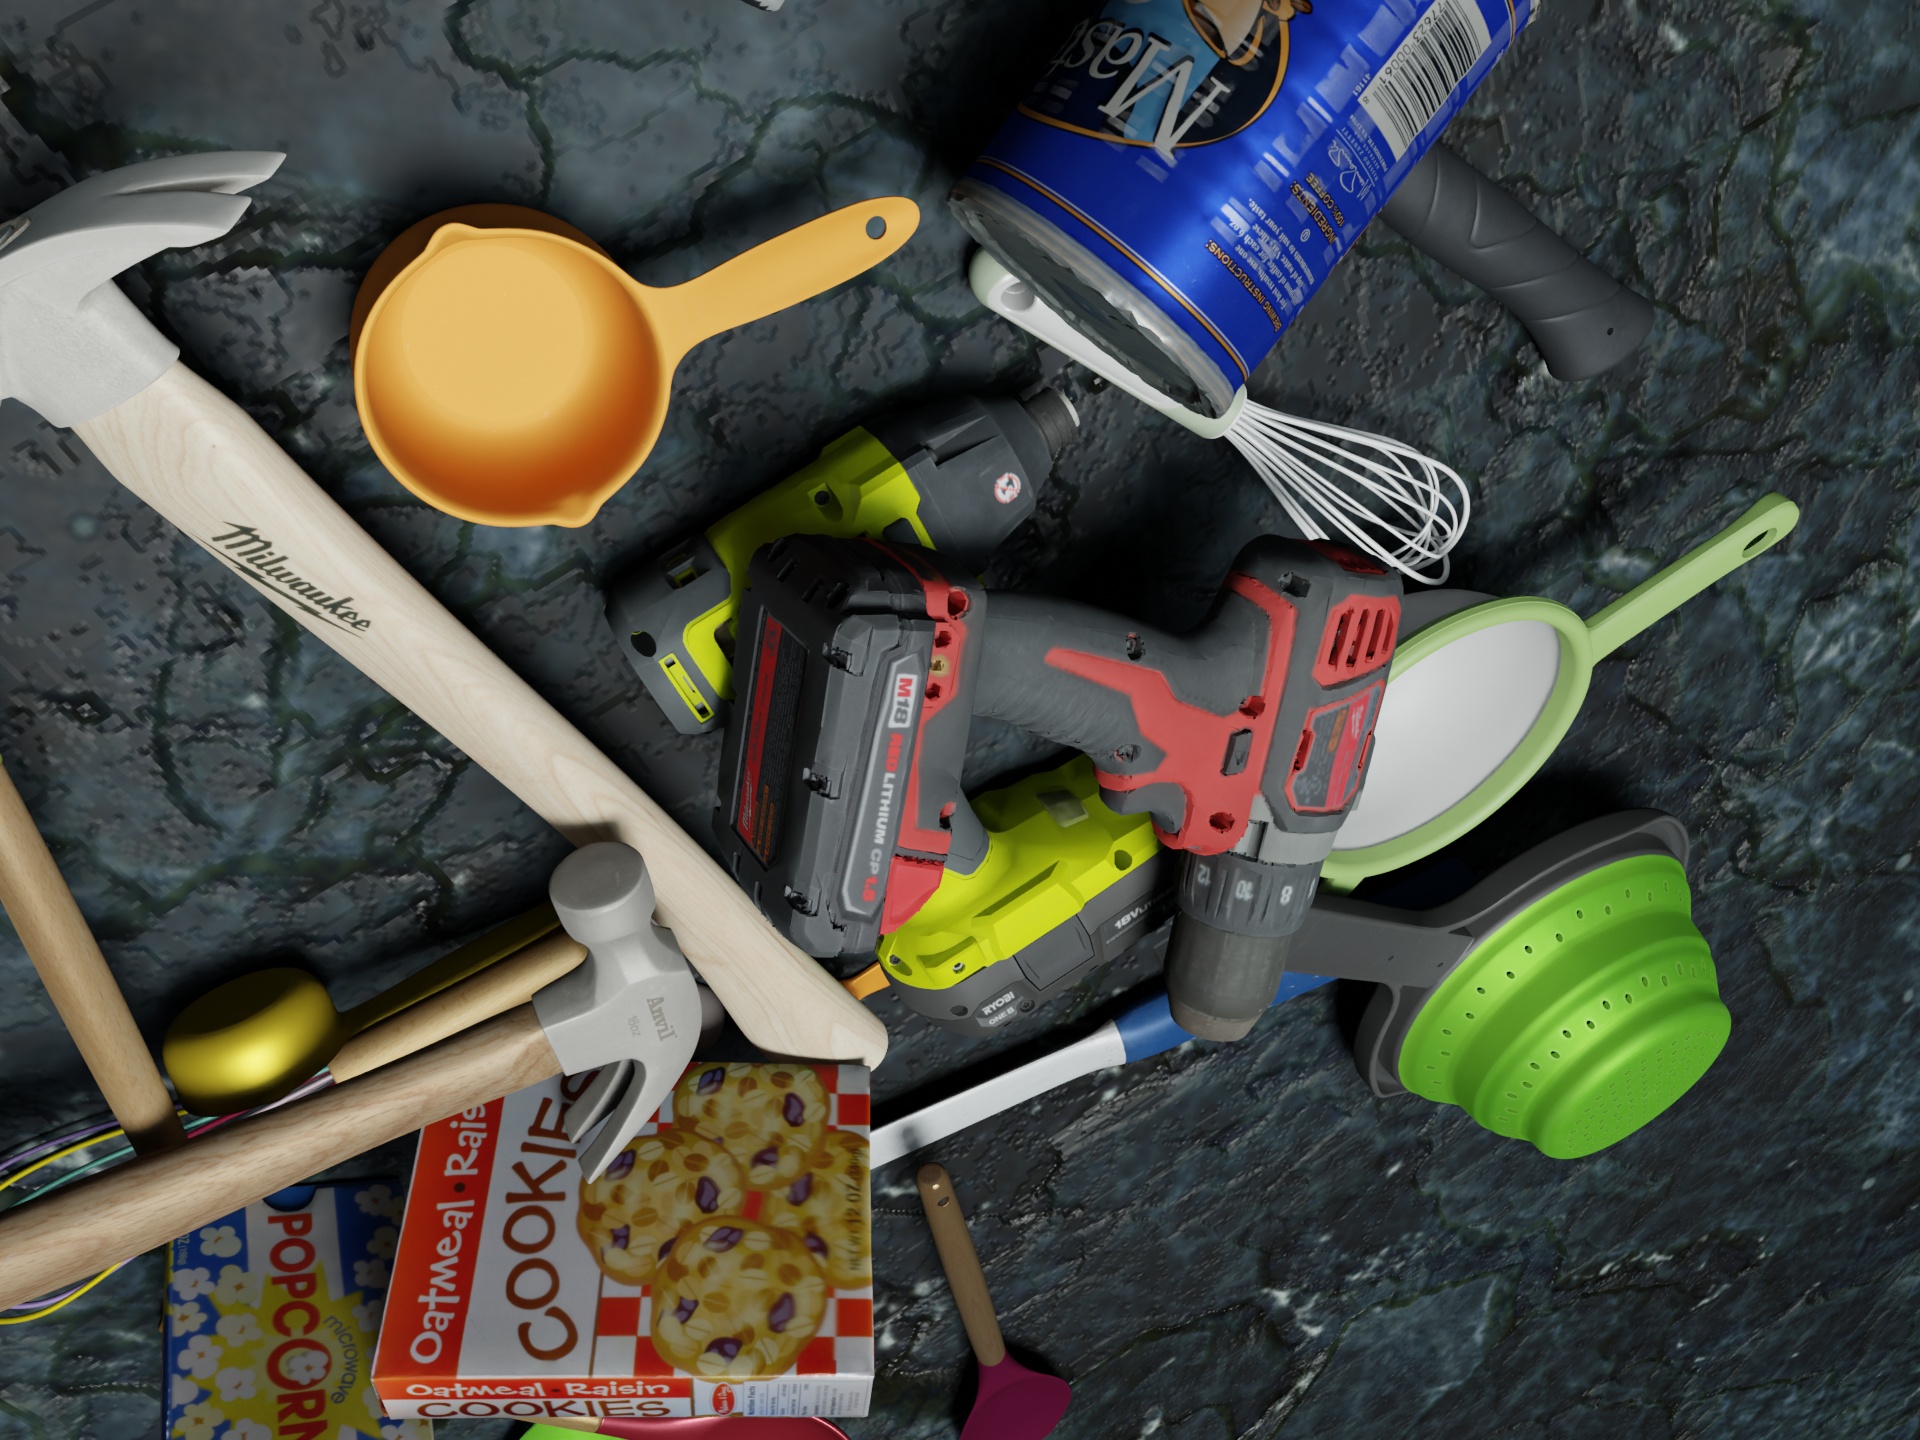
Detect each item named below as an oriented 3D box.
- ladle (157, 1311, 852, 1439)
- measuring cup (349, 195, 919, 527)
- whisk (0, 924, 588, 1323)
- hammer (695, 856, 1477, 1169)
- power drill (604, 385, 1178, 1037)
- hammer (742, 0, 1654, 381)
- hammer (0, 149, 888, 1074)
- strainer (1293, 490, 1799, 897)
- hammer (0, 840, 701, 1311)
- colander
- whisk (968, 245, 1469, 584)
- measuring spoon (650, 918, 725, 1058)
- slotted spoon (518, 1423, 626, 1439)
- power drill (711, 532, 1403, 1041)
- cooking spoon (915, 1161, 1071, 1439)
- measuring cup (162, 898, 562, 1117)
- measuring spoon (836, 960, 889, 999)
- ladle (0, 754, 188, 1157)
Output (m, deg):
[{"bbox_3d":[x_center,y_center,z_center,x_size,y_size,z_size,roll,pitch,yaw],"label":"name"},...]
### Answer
[{"bbox_3d":[-0.180,0.293,0.680,0.315,0.031,0.069,25,105,-23],"label":"ladle"},{"bbox_3d":[-0.098,-0.125,0.478,0.173,0.052,0.095,-27,127,-11],"label":"measuring cup"},{"bbox_3d":[-0.245,0.143,0.577,0.245,0.047,0.051,-28,126,-12],"label":"whisk"},{"bbox_3d":[0.063,0.149,0.734,0.405,0.035,0.144,-21,126,-13],"label":"hammer"},{"bbox_3d":[-0.001,-0.002,0.587,0.171,0.080,0.223,-32,125,-4],"label":"power drill"},{"bbox_3d":[0.113,-0.216,0.535,0.408,0.036,0.149,20,108,-34],"label":"hammer"},{"bbox_3d":[-0.131,0.008,0.509,0.146,0.038,0.410,-13,136,28],"label":"hammer"},{"bbox_3d":[0.228,-0.036,0.672,0.256,0.069,0.151,-33,141,-3],"label":"strainer"},{"bbox_3d":[-0.242,0.148,0.510,0.331,0.031,0.129,-22,135,-13],"label":"hammer"},{"bbox_3d":[0.246,0.133,0.728,0.396,0.095,0.204,14,121,-42],"label":"colander"},{"bbox_3d":[0.102,-0.111,0.589,0.246,0.059,0.058,23,135,-30],"label":"whisk"},{"bbox_3d":[-0.119,0.089,0.619,0.034,0.018,0.124,-22,126,-12],"label":"measuring spoon"},{"bbox_3d":[-0.161,0.242,0.690,0.070,0.031,0.313,-2,118,-22],"label":"slotted spoon"},{"bbox_3d":[0.038,0.028,0.531,0.226,0.080,0.187,0,111,-28],"label":"power drill"},{"bbox_3d":[0.012,0.302,0.790,0.069,0.017,0.318,-25,137,-12],"label":"cooking spoon"},{"bbox_3d":[-0.203,0.087,0.564,0.156,0.062,0.029,-28,114,-22],"label":"measuring cup"},{"bbox_3d":[-0.009,0.099,0.683,0.117,0.011,0.021,-27,127,-9],"label":"measuring spoon"},{"bbox_3d":[-0.267,0.042,0.445,0.078,0.062,0.319,-16,127,-17],"label":"ladle"}]
